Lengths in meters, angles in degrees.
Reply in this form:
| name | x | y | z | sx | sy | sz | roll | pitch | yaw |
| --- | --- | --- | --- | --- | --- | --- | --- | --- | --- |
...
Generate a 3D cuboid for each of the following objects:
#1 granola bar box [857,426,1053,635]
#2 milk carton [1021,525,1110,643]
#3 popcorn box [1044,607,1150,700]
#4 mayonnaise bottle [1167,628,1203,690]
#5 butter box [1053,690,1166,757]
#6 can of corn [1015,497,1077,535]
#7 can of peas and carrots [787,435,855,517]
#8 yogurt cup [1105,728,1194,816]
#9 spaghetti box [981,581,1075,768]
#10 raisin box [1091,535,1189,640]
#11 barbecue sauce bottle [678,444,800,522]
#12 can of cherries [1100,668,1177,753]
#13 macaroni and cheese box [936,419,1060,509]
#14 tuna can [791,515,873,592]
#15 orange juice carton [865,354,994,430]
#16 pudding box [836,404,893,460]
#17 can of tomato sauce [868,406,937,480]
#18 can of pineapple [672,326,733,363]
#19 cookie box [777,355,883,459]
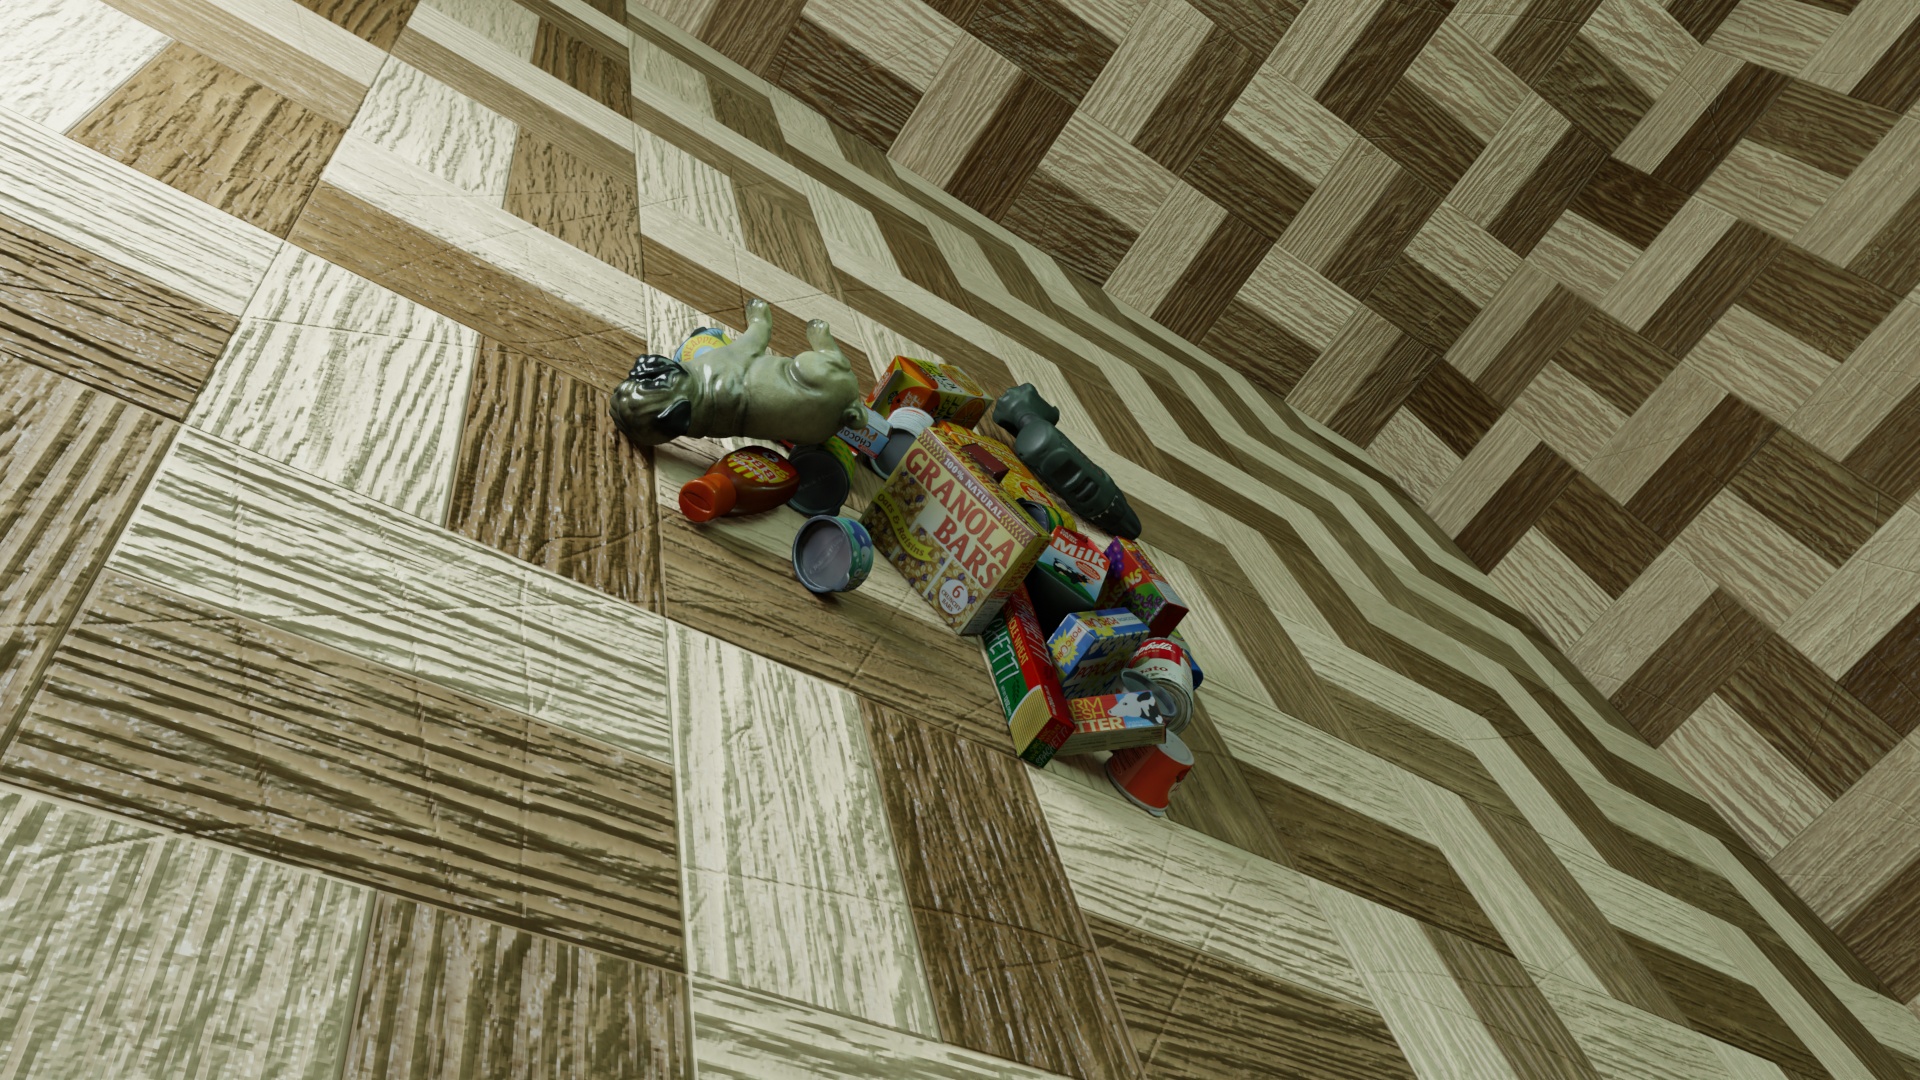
| name | x | y | z | sx | sy | sz | roll | pitch | yaw |
| --- | --- | --- | --- | --- | --- | --- | --- | --- | --- |
| granola bar box | -0.009 | -0.010 | 1.321 | 0.166 | 0.124 | 0.039 | 46 | 20 | 26 |
| milk carton | 0.104 | 0.044 | 1.461 | 0.073 | 0.072 | 0.191 | 36 | 19 | 1 |
| popcorn box | 0.120 | 0.109 | 1.321 | 0.038 | 0.085 | 0.127 | 44 | 21 | 24 |
| mayonnaise bottle | 0.223 | 0.111 | 1.552 | 0.065 | 0.041 | 0.149 | 24 | 22 | -34 |
| butter box | 0.124 | 0.161 | 1.220 | 0.103 | 0.024 | 0.053 | -6 | 29 | -4 |
| can of corn | 0.089 | -0.010 | 1.565 | 0.058 | 0.071 | 0.071 | 14 | 29 | -49 |
| can of peas and carrots | -0.134 | -0.061 | 1.322 | 0.071 | 0.070 | 0.059 | 32 | 19 | -11 |
| yogurt cup | 0.172 | 0.201 | 1.245 | 0.072 | 0.053 | 0.073 | 31 | 19 | -12 |
| spaghetti box | 0.055 | 0.110 | 1.265 | 0.028 | 0.050 | 0.251 | 29 | 20 | -23 |
| raisin box | 0.187 | 0.066 | 1.530 | 0.040 | 0.085 | 0.124 | 19 | 26 | -37 |
| barbecue sauce bottle | -0.196 | -0.047 | 1.216 | 0.065 | 0.043 | 0.149 | 33 | 19 | 8 |
| can of cherries | 0.162 | 0.164 | 1.306 | 0.071 | 0.058 | 0.072 | 31 | 19 | -12 |
| macaroni and cheese box | 0.046 | -0.070 | 1.672 | 0.124 | 0.040 | 0.167 | 18 | 27 | -43 |
| tuna can | -0.108 | 0.014 | 1.191 | 0.071 | 0.071 | 0.033 | 46 | 21 | 26 |
| orange juice carton | -0.046 | -0.174 | 1.708 | 0.073 | 0.071 | 0.193 | 44 | 21 | 22 |
| pudding box | -0.112 | -0.123 | 1.425 | 0.083 | 0.030 | 0.050 | 33 | 20 | -10 |
| can of tomato sauce | -0.063 | -0.104 | 1.537 | 0.071 | 0.071 | 0.083 | 35 | 20 | -5 |
| can of pineapple | -0.244 | -0.169 | 1.377 | 0.058 | 0.070 | 0.071 | 46 | 22 | 24 |
| cookie box | -0.156 | -0.132 | 1.483 | 0.123 | 0.040 | 0.168 | 35 | 19 | -5 |
